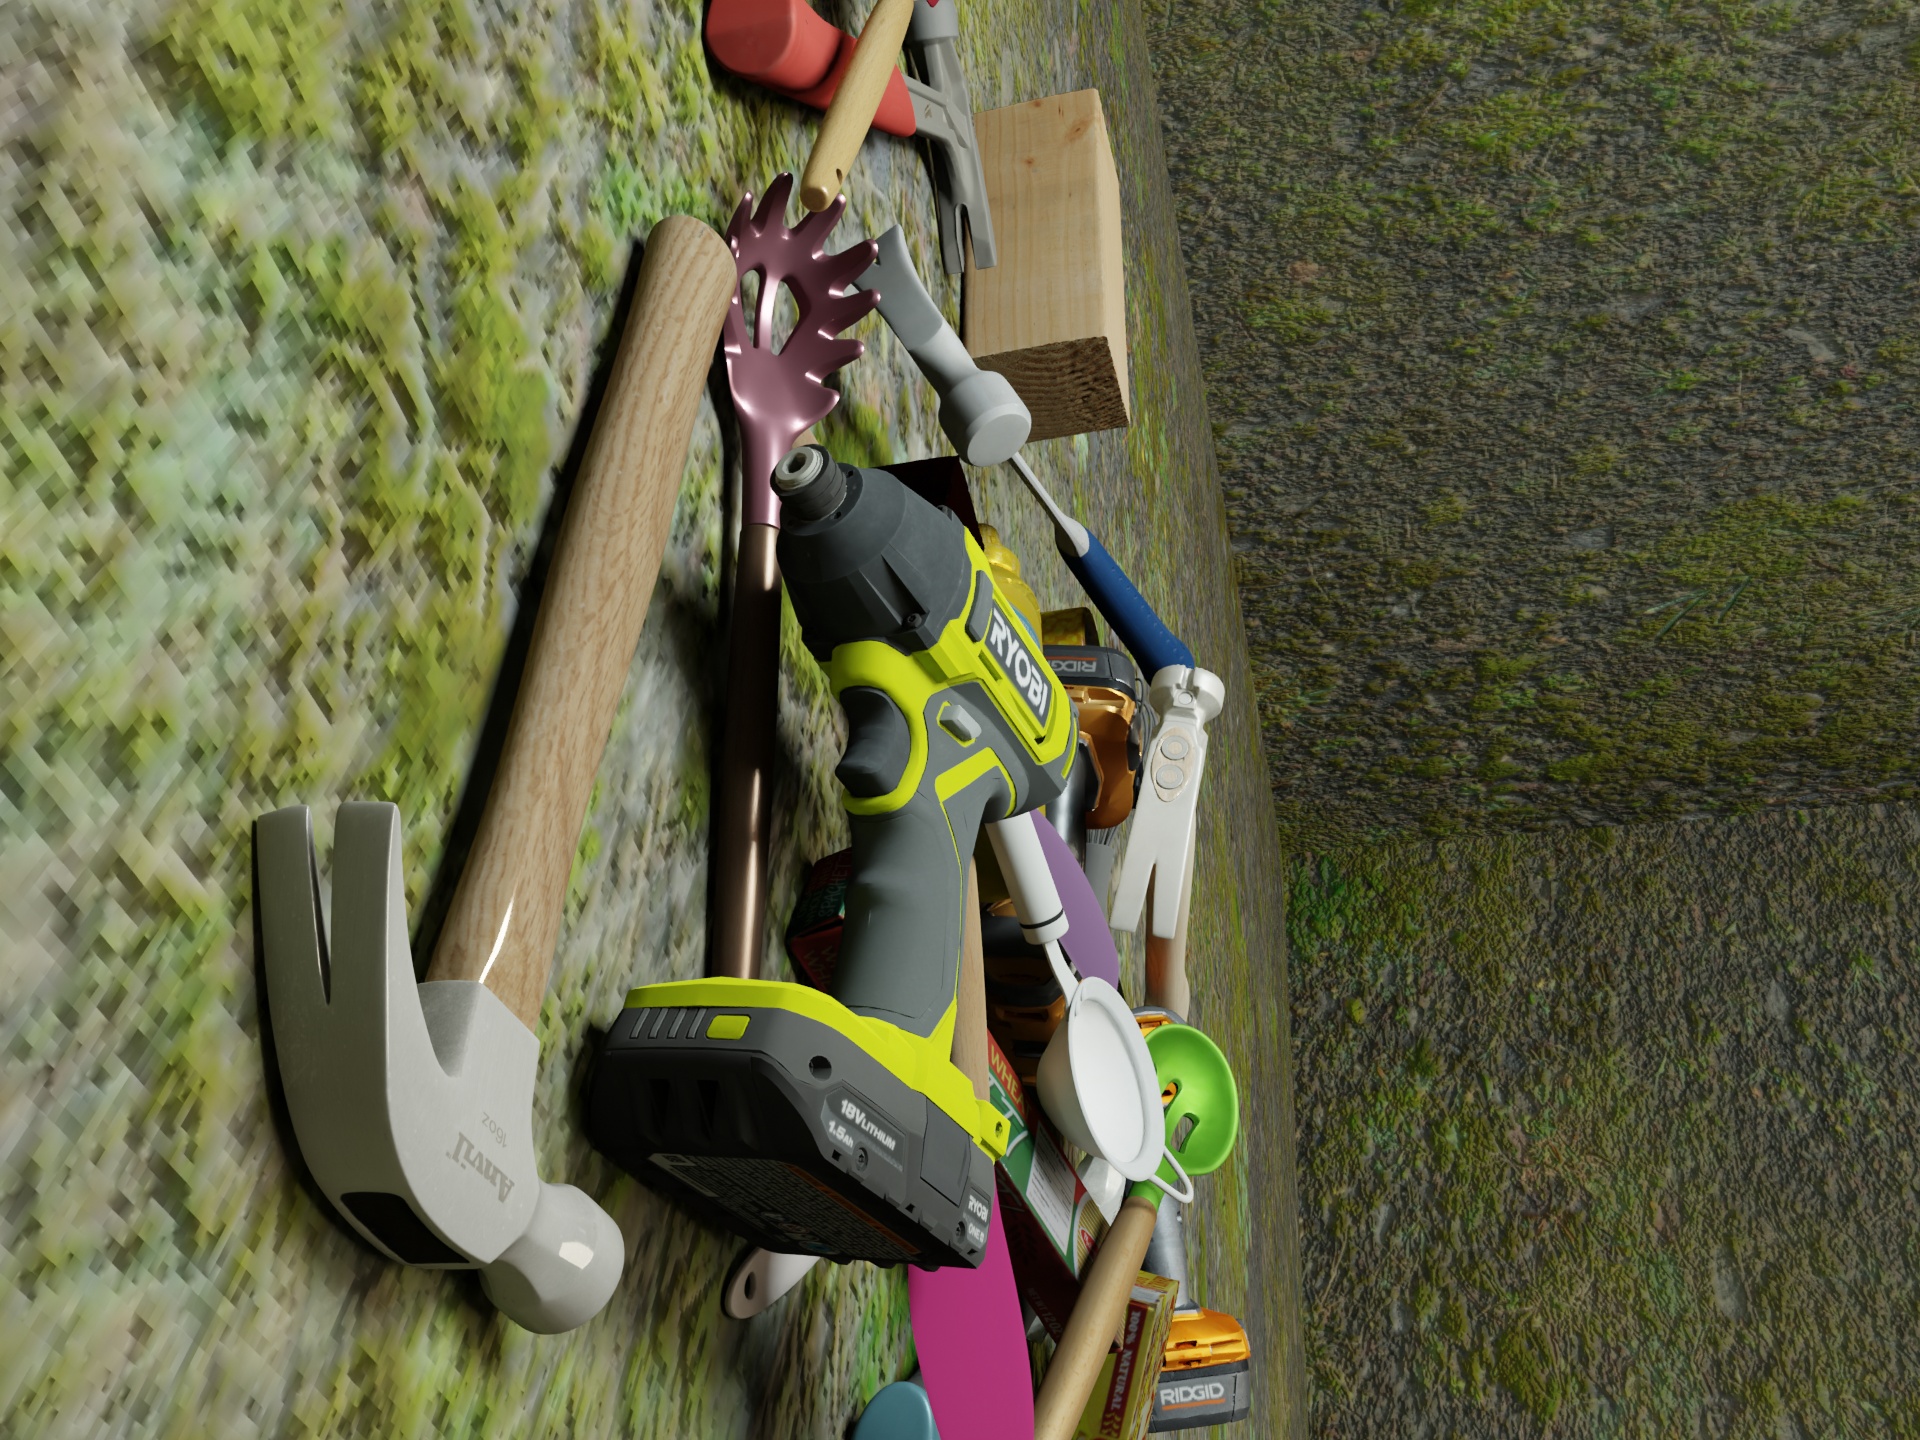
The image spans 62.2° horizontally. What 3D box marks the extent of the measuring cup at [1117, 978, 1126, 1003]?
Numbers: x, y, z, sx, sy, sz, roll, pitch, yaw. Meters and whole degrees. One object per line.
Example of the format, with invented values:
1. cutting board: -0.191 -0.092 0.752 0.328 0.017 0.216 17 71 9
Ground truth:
1. measuring cup: 0.099 0.220 1.078 0.083 0.038 0.167 -68 147 -62

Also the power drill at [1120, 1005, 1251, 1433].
1. power drill: 0.106 0.292 0.954 0.164 0.084 0.227 119 -34 -73

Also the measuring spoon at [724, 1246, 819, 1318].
1. measuring spoon: -0.055 0.174 0.551 0.124 0.018 0.034 -17 102 -69

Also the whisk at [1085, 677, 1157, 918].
1. whisk: 0.091 0.084 1.032 0.055 0.055 0.239 49 50 -66

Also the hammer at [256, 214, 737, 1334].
1. hammer: -0.100 -0.026 0.420 0.129 0.031 0.332 68 21 -48

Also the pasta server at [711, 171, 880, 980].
1. pasta server: -0.066 -0.042 0.545 0.060 0.040 0.316 13 68 -31

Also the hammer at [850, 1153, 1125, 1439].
1. hammer: 0.025 0.265 0.725 0.331 0.033 0.128 0 102 -71

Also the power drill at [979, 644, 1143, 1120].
1. power drill: 0.054 0.095 0.877 0.185 0.084 0.226 77 18 -51

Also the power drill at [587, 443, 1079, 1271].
1. power drill: -0.030 0.039 0.494 0.171 0.080 0.223 53 40 -47

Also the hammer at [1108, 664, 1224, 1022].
1. hammer: 0.123 0.132 0.965 0.410 0.038 0.146 78 24 -60

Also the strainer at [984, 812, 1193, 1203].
1. strainer: 0.036 0.091 0.658 0.258 0.050 0.087 71 23 -14

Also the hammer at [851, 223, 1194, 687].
1. hammer: 0.053 -0.106 0.840 0.144 0.035 0.405 60 9 29

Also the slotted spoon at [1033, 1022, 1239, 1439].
1. slotted spoon: 0.067 0.217 0.662 0.070 0.031 0.314 52 26 -1

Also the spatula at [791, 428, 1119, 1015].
1. spatula: -0.001 -0.002 0.667 0.315 0.018 0.060 59 25 -25

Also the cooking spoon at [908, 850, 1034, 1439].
1. cooking spoon: 0.002 0.121 0.580 0.068 0.017 0.319 47 25 -36

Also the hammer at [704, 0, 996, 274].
1. hammer: -0.040 -0.292 0.760 0.359 0.037 0.149 -52 134 -71

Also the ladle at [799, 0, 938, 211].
1. ladle: -0.032 -0.291 0.664 0.316 0.031 0.069 -80 159 -45
